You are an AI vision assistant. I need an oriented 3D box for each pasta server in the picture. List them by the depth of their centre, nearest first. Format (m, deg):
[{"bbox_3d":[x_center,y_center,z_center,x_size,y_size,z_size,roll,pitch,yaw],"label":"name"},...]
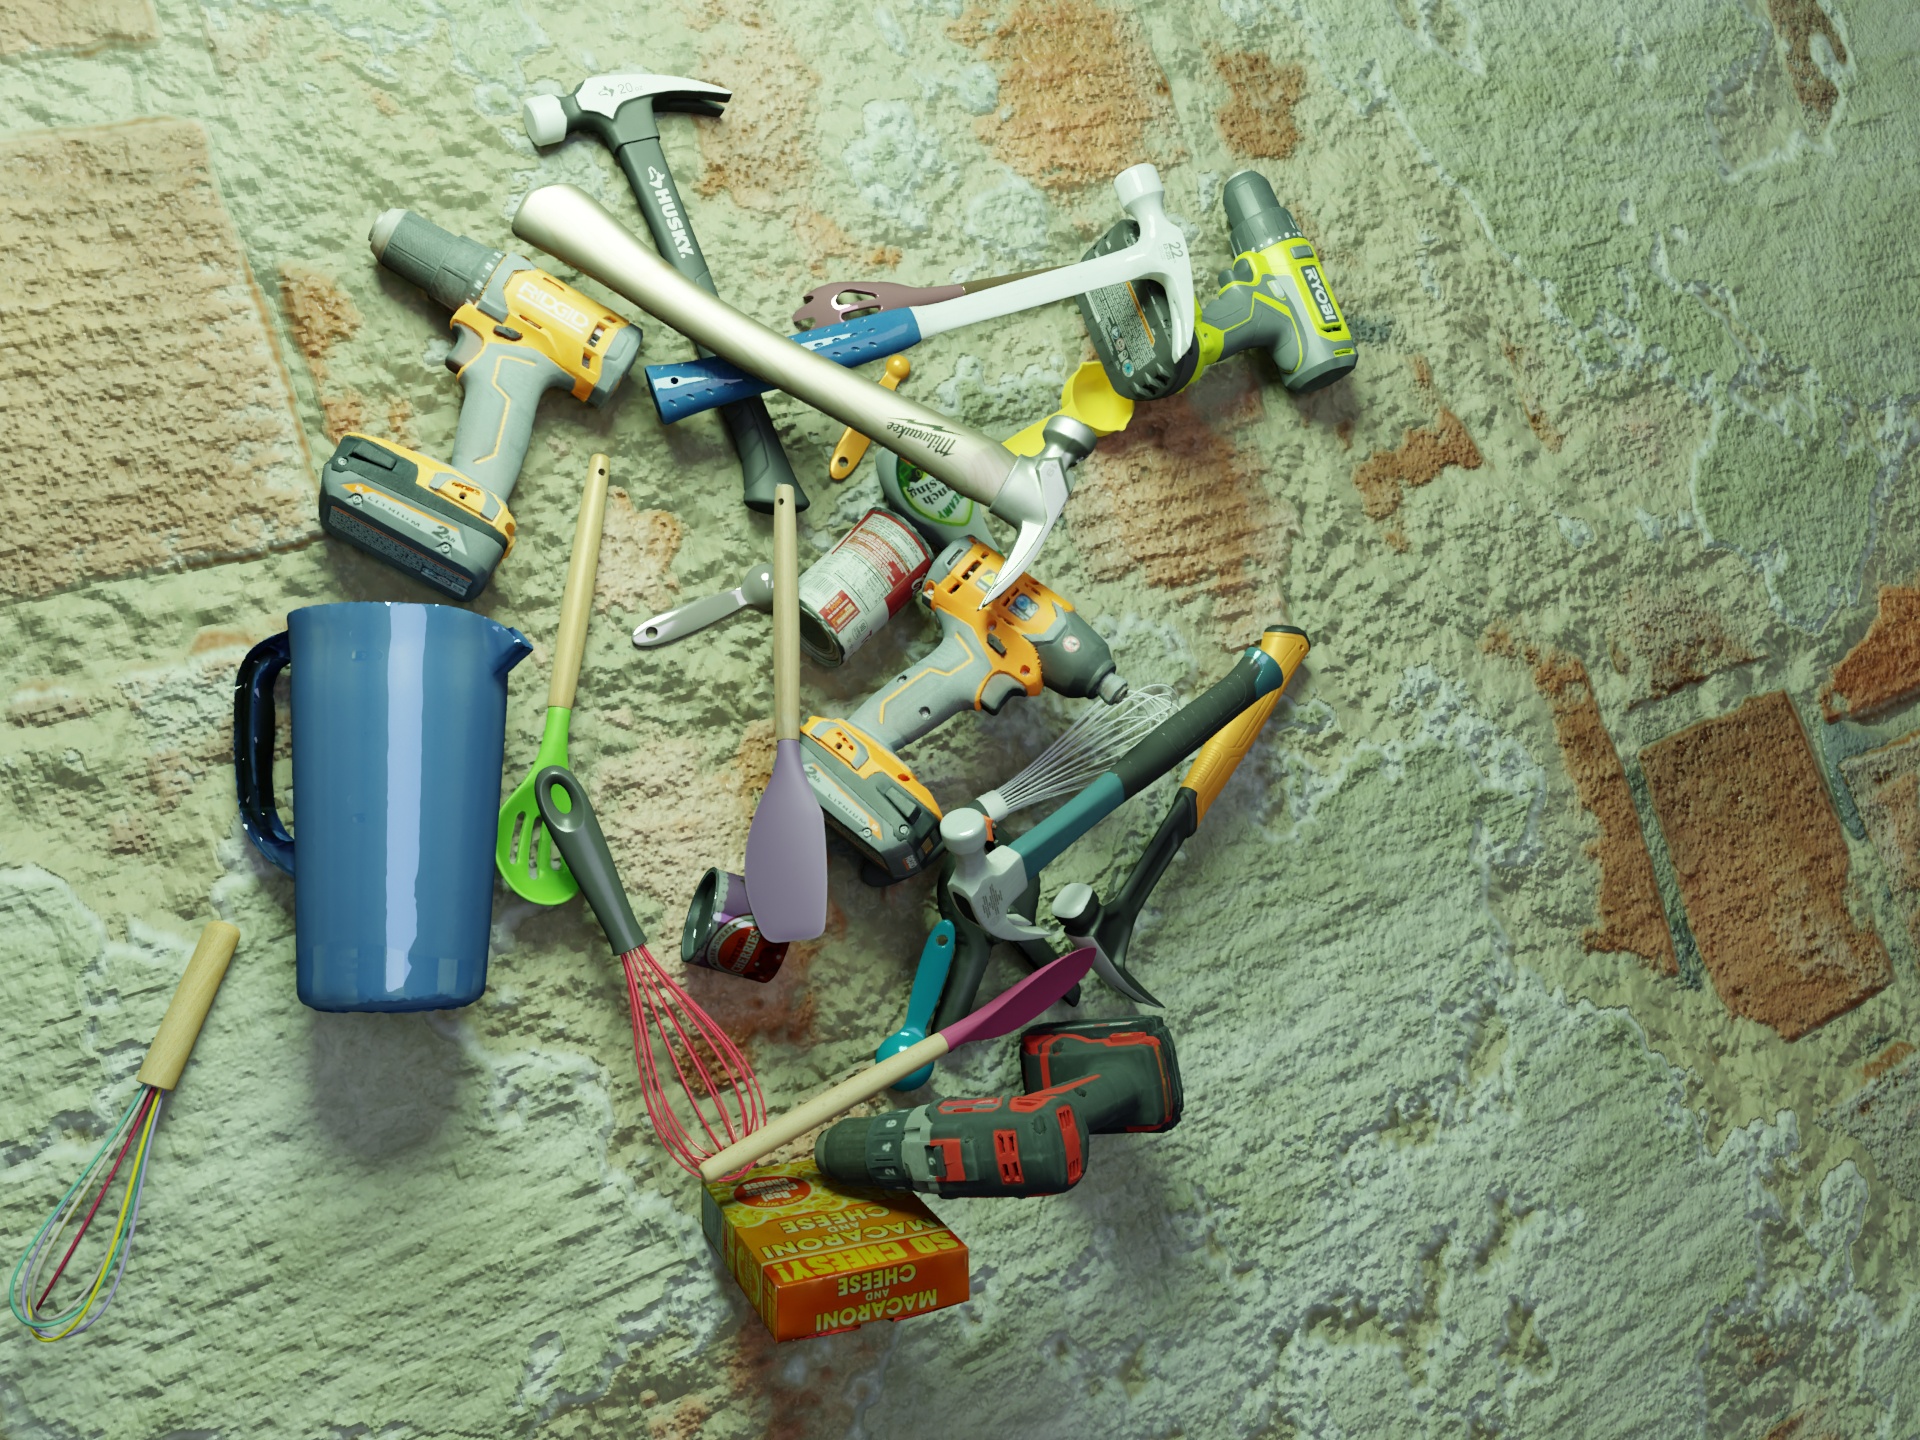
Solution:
[{"bbox_3d":[0.018,-0.334,1.241,0.316,0.040,0.060,-18,89,-29],"label":"pasta server"}]

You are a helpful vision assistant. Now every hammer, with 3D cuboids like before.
[{"bbox_3d":[-0.116,-0.229,1.071,0.410,0.038,0.146,29,80,-5],"label":"hammer"},{"bbox_3d":[0.118,0.040,1.128,0.331,0.033,0.128,-35,132,-29],"label":"hammer"},{"bbox_3d":[-0.020,-0.279,1.131,0.405,0.035,0.144,-19,86,-12],"label":"hammer"},{"bbox_3d":[-0.183,-0.304,1.143,0.146,0.035,0.335,-23,91,-24],"label":"hammer"},{"bbox_3d":[0.190,0.058,1.231,0.337,0.034,0.127,-54,125,-26],"label":"hammer"}]

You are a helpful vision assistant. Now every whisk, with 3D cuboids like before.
[{"bbox_3d":[-0.481,0.233,0.923,0.051,0.047,0.245,28,67,-29],"label":"whisk"},{"bbox_3d":[-0.205,0.164,1.029,0.073,0.073,0.296,-26,95,-25],"label":"whisk"},{"bbox_3d":[0.049,0.049,1.173,0.284,0.070,0.070,-28,93,-20],"label":"whisk"}]

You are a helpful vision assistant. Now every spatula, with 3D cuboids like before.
[{"bbox_3d":[-0.118,-0.010,1.063,0.060,0.018,0.316,-7,74,19],"label":"spatula"}]

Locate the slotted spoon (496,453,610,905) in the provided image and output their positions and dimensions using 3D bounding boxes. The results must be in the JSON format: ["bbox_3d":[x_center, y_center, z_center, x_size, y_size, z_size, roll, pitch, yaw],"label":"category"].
[{"bbox_3d":[-0.263,-0.032,1.067,0.070,0.031,0.314,15,73,-34],"label":"slotted spoon"}]

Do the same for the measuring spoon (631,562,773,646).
[{"bbox_3d":[-0.173,-0.080,1.118,0.124,0.018,0.034,-25,92,-24],"label":"measuring spoon"}]

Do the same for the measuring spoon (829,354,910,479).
[{"bbox_3d":[-0.067,-0.228,1.192,0.021,0.011,0.117,33,70,-15],"label":"measuring spoon"}]

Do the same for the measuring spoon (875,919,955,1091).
[{"bbox_3d":[-0.027,0.200,1.105,0.042,0.021,0.128,16,99,-4],"label":"measuring spoon"}]

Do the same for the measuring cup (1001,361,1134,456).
[{"bbox_3d":[0.070,-0.227,1.244,0.156,0.029,0.062,-35,96,-22],"label":"measuring cup"}]

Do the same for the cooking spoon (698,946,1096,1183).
[{"bbox_3d":[-0.033,0.228,1.069,0.319,0.068,0.017,-24,57,-29],"label":"cooking spoon"}]

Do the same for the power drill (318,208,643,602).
[{"bbox_3d":[-0.336,-0.215,1.040,0.185,0.084,0.226,30,67,-16],"label":"power drill"}]

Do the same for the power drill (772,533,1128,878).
[{"bbox_3d":[-0.002,-0.004,1.102,0.164,0.084,0.226,36,77,18],"label":"power drill"}]

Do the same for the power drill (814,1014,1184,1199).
[{"bbox_3d":[0.031,0.263,1.060,0.226,0.188,0.080,-6,86,-58],"label":"power drill"}]

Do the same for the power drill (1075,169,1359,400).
[{"bbox_3d":[0.206,-0.351,1.284,0.228,0.080,0.190,-17,82,-35],"label":"power drill"}]
